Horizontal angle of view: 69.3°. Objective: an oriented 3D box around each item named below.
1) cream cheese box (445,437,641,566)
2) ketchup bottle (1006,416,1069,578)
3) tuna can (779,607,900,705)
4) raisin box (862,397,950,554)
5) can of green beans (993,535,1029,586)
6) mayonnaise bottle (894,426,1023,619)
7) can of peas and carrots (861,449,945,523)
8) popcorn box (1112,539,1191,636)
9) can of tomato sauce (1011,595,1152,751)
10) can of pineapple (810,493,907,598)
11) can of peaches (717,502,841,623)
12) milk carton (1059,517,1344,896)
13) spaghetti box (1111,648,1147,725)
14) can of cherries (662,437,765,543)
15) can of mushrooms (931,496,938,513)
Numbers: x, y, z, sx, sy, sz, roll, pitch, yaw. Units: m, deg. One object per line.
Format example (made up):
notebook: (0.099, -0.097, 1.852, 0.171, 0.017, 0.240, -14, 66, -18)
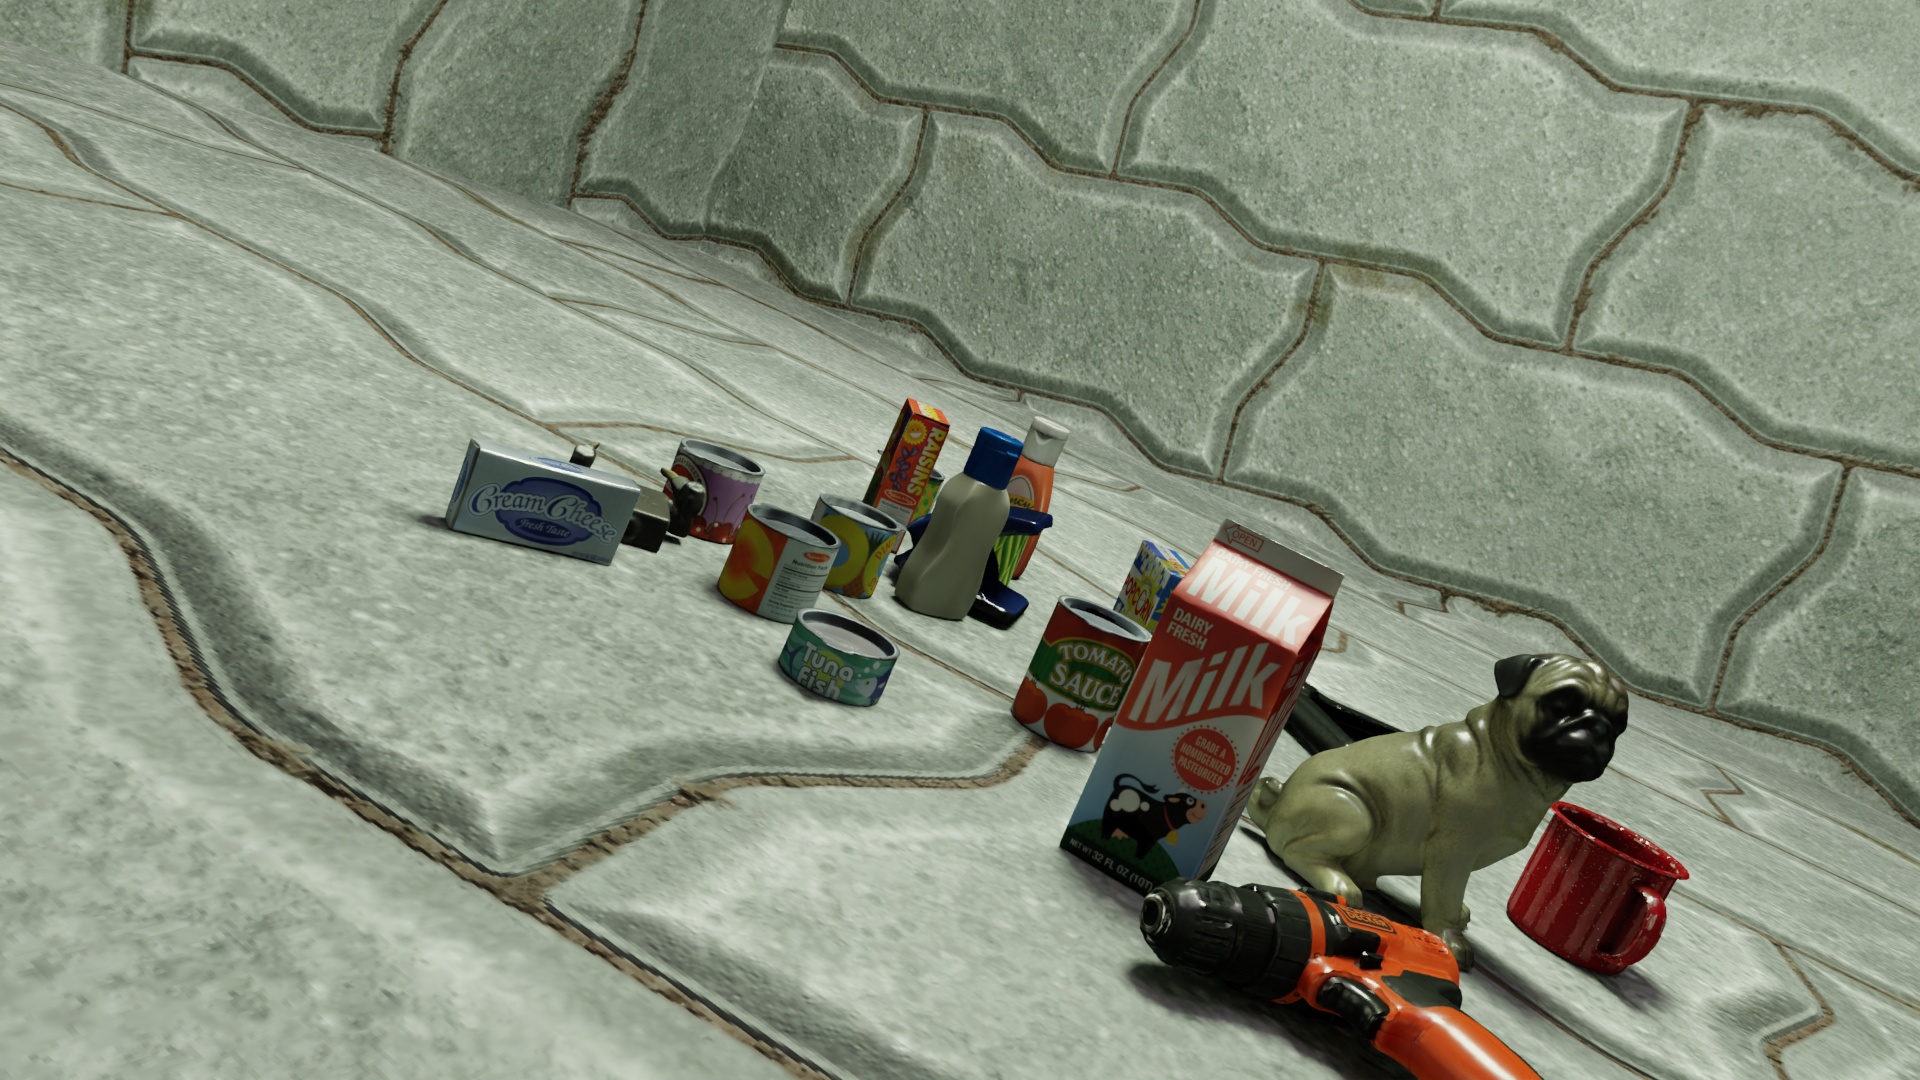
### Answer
cream cheese box: (-0.251, -0.022, 0.838, 0.104, 0.053, 0.024, 16, 13, -34)
ketchup bottle: (0.057, -0.042, 1.308, 0.065, 0.148, 0.043, 26, 11, 12)
tuna can: (-0.072, 0.069, 0.822, 0.071, 0.032, 0.071, 22, 11, -4)
raisin box: (-0.051, -0.059, 1.233, 0.040, 0.123, 0.086, 22, 11, -10)
can of green beans: (0.024, 0.003, 1.263, 0.071, 0.057, 0.071, 22, 11, -4)
mayonnaise bottle: (0.004, -0.013, 1.065, 0.065, 0.147, 0.041, 14, 14, -41)
can of peas and carrots: (-0.058, -0.048, 1.337, 0.071, 0.058, 0.071, 22, 11, -4)
popcorn box: (0.175, 0.057, 1.247, 0.038, 0.085, 0.127, 22, 11, -9)
can of tomato sauce: (0.079, 0.088, 0.911, 0.071, 0.083, 0.071, 22, 11, -4)
can of pineapple: (-0.084, 0.005, 1.039, 0.071, 0.057, 0.071, 22, 11, -4)
can of peaches: (-0.121, 0.015, 0.916, 0.071, 0.058, 0.071, 22, 11, -4)
milk carton: (0.130, 0.088, 0.731, 0.072, 0.190, 0.073, 28, 11, 22)
spaghetti box: (0.132, 0.122, 0.944, 0.029, 0.050, 0.251, 21, 11, -15)
can of cherries: (-0.187, -0.037, 1.025, 0.071, 0.058, 0.071, 22, 11, -4)
can of mushrooms: (0.000, -0.017, 1.373, 0.071, 0.033, 0.071, 22, 11, -4)
